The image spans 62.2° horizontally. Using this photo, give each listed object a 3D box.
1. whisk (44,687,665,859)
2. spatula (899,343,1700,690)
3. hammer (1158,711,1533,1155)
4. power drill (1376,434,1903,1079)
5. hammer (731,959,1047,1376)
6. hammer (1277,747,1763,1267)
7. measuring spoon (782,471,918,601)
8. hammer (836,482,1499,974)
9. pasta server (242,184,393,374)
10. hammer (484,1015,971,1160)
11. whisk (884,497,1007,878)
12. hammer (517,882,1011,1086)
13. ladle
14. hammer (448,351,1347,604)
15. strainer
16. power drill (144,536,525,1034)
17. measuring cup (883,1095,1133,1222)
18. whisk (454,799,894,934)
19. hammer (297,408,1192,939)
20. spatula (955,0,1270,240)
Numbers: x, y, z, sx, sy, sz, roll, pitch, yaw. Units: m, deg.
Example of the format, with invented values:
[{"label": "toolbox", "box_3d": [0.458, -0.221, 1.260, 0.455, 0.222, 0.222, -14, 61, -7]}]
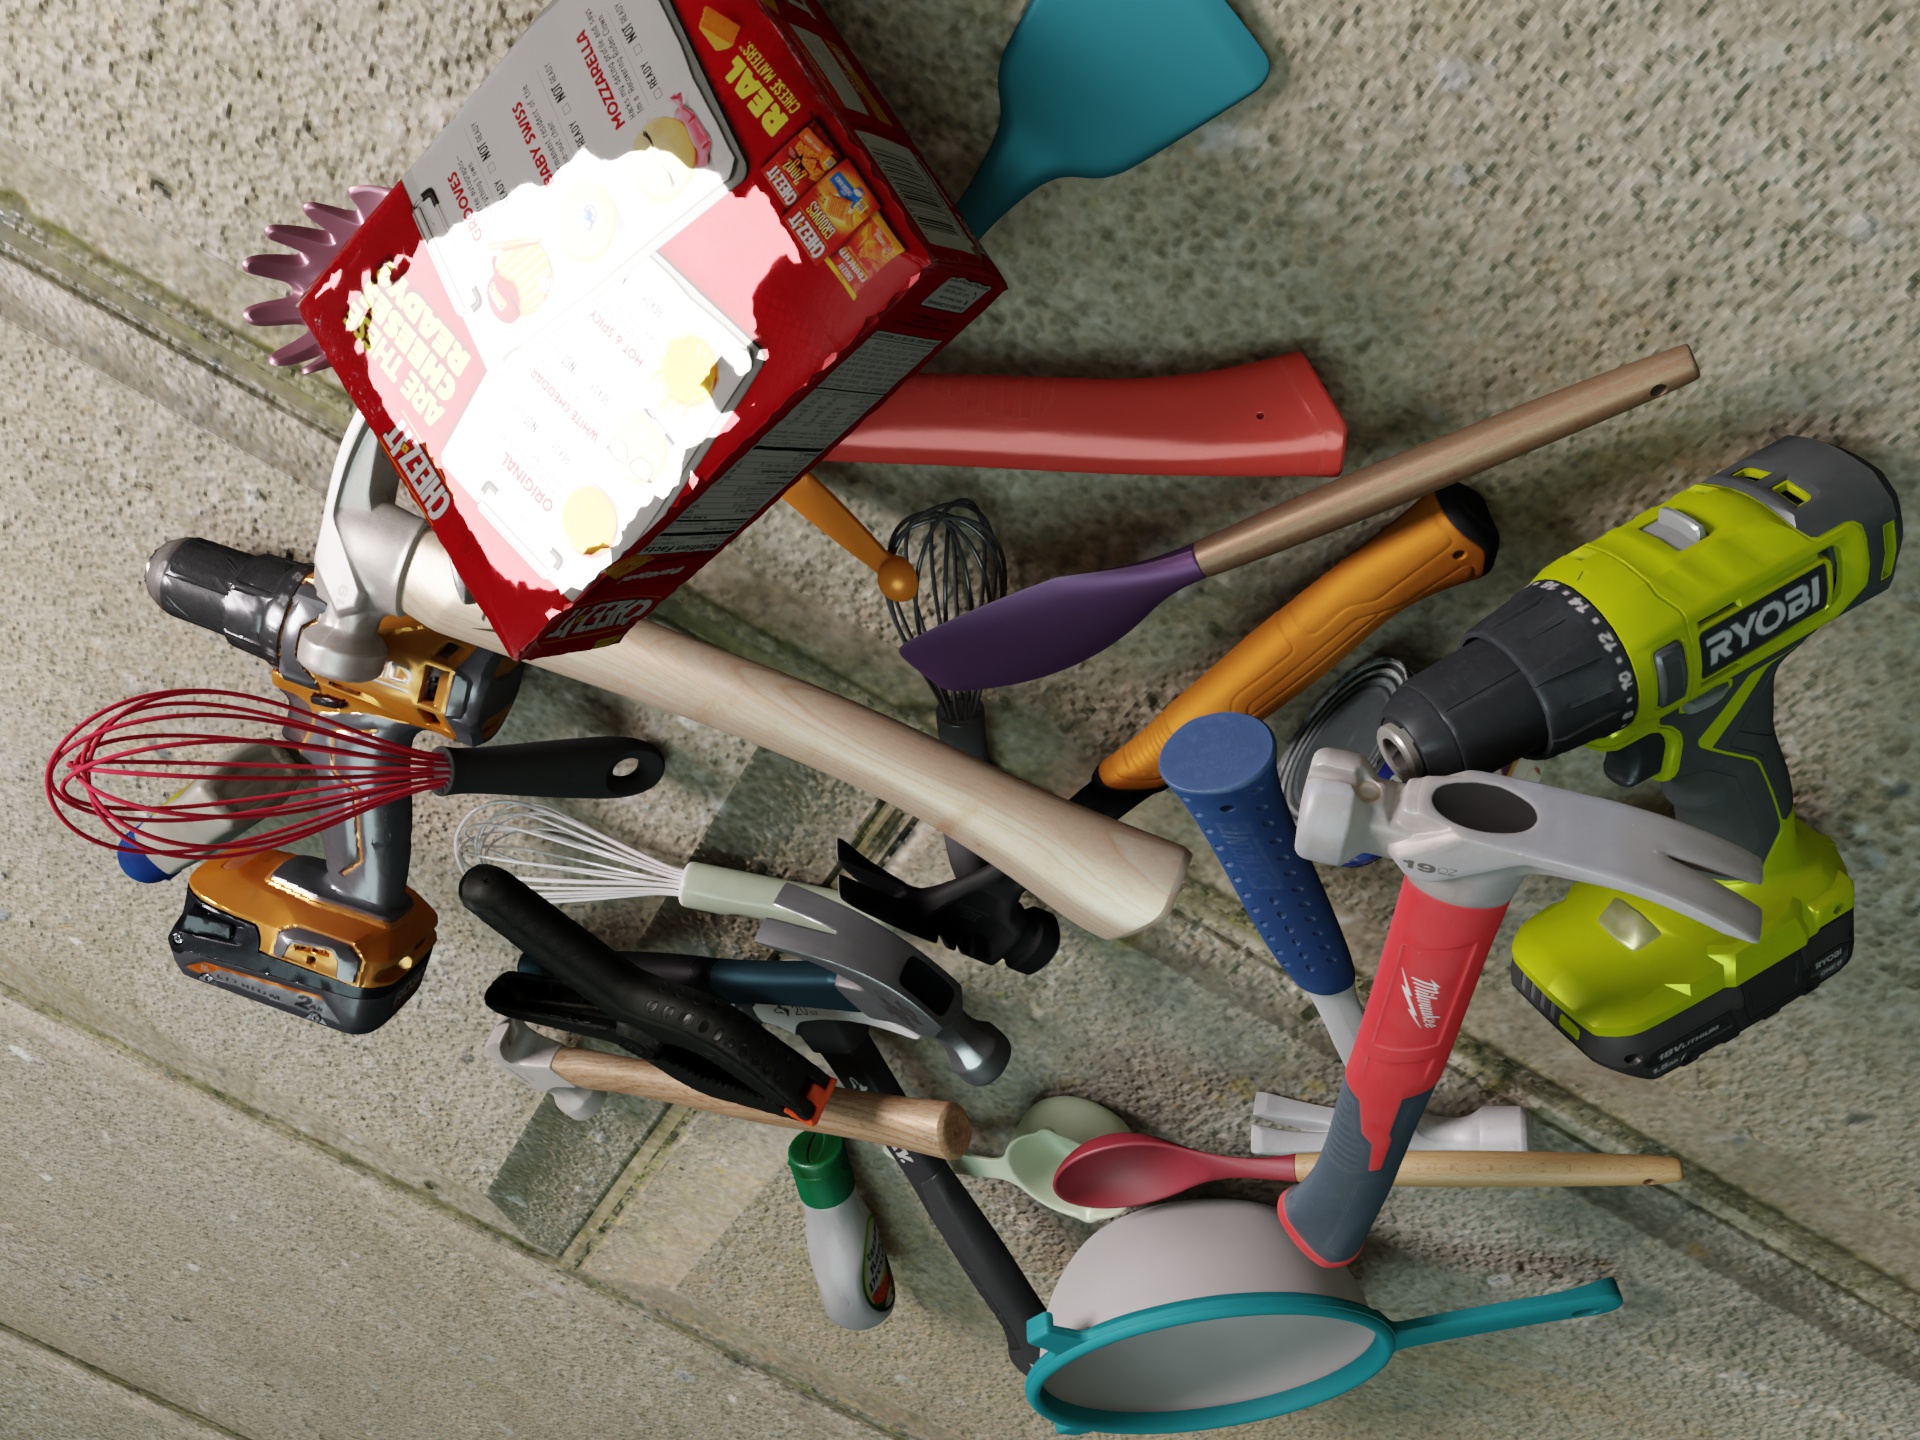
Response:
[{"label": "whisk", "box_3d": [-0.252, 0.023, 0.717, 0.073, 0.295, 0.073, -1, 89, 40]}, {"label": "spatula", "box_3d": [0.116, -0.069, 0.606, 0.316, 0.018, 0.059, -22, 143, 28]}, {"label": "hammer", "box_3d": [0.160, 0.122, 0.715, 0.144, 0.035, 0.405, -5, 145, 24]}, {"label": "power drill", "box_3d": [0.257, 0.027, 0.601, 0.190, 0.080, 0.228, -28, 126, -7]}, {"label": "hammer", "box_3d": [-0.010, 0.273, 0.936, 0.146, 0.035, 0.334, -10, 119, 39]}, {"label": "hammer", "box_3d": [0.192, 0.148, 0.650, 0.143, 0.038, 0.385, 13, 145, 14]}, {"label": "measuring spoon", "box_3d": [-0.061, -0.088, 0.665, 0.117, 0.011, 0.021, 43, 135, 20]}, {"label": "hammer", "box_3d": [0.087, 0.008, 0.694, 0.127, 0.034, 0.337, 26, 130, -30]}, {"label": "pasta server", "box_3d": [-0.176, -0.232, 0.599, 0.316, 0.040, 0.060, -31, 88, 34]}, {"label": "hammer", "box_3d": [-0.143, 0.210, 0.908, 0.331, 0.031, 0.129, 0, 145, 32]}, {"label": "whisk", "box_3d": [-0.001, -0.001, 0.733, 0.055, 0.055, 0.238, 7, 134, 13]}, {"label": "hammer", "box_3d": [-0.131, 0.139, 0.846, 0.331, 0.033, 0.128, -7, 134, 43]}, {"label": "ladle", "box_3d": [0.199, 0.230, 0.817, 0.315, 0.031, 0.069, -7, 138, 23]}, {"label": "hammer", "box_3d": [-0.033, -0.110, 0.626, 0.359, 0.037, 0.149, 4, 98, 10]}, {"label": "strainer", "box_3d": [0.200, 0.326, 0.925, 0.340, 0.095, 0.210, -10, 140, 2]}, {"label": "power drill", "box_3d": [-0.335, 0.026, 0.807, 0.185, 0.084, 0.226, 20, 108, 0]}, {"label": "measuring cup", "box_3d": [0.029, 0.253, 0.948, 0.167, 0.038, 0.083, -3, 126, 32]}, {"label": "whisk", "box_3d": [-0.156, 0.088, 0.860, 0.246, 0.058, 0.059, 11, 103, 4]}, {"label": "hammer", "box_3d": [-0.093, -0.018, 0.688, 0.410, 0.038, 0.146, 23, 107, 8]}, {"label": "spatula", "box_3d": [-0.030, -0.144, 0.580, 0.082, 0.044, 0.317, 39, 106, -19]}]
